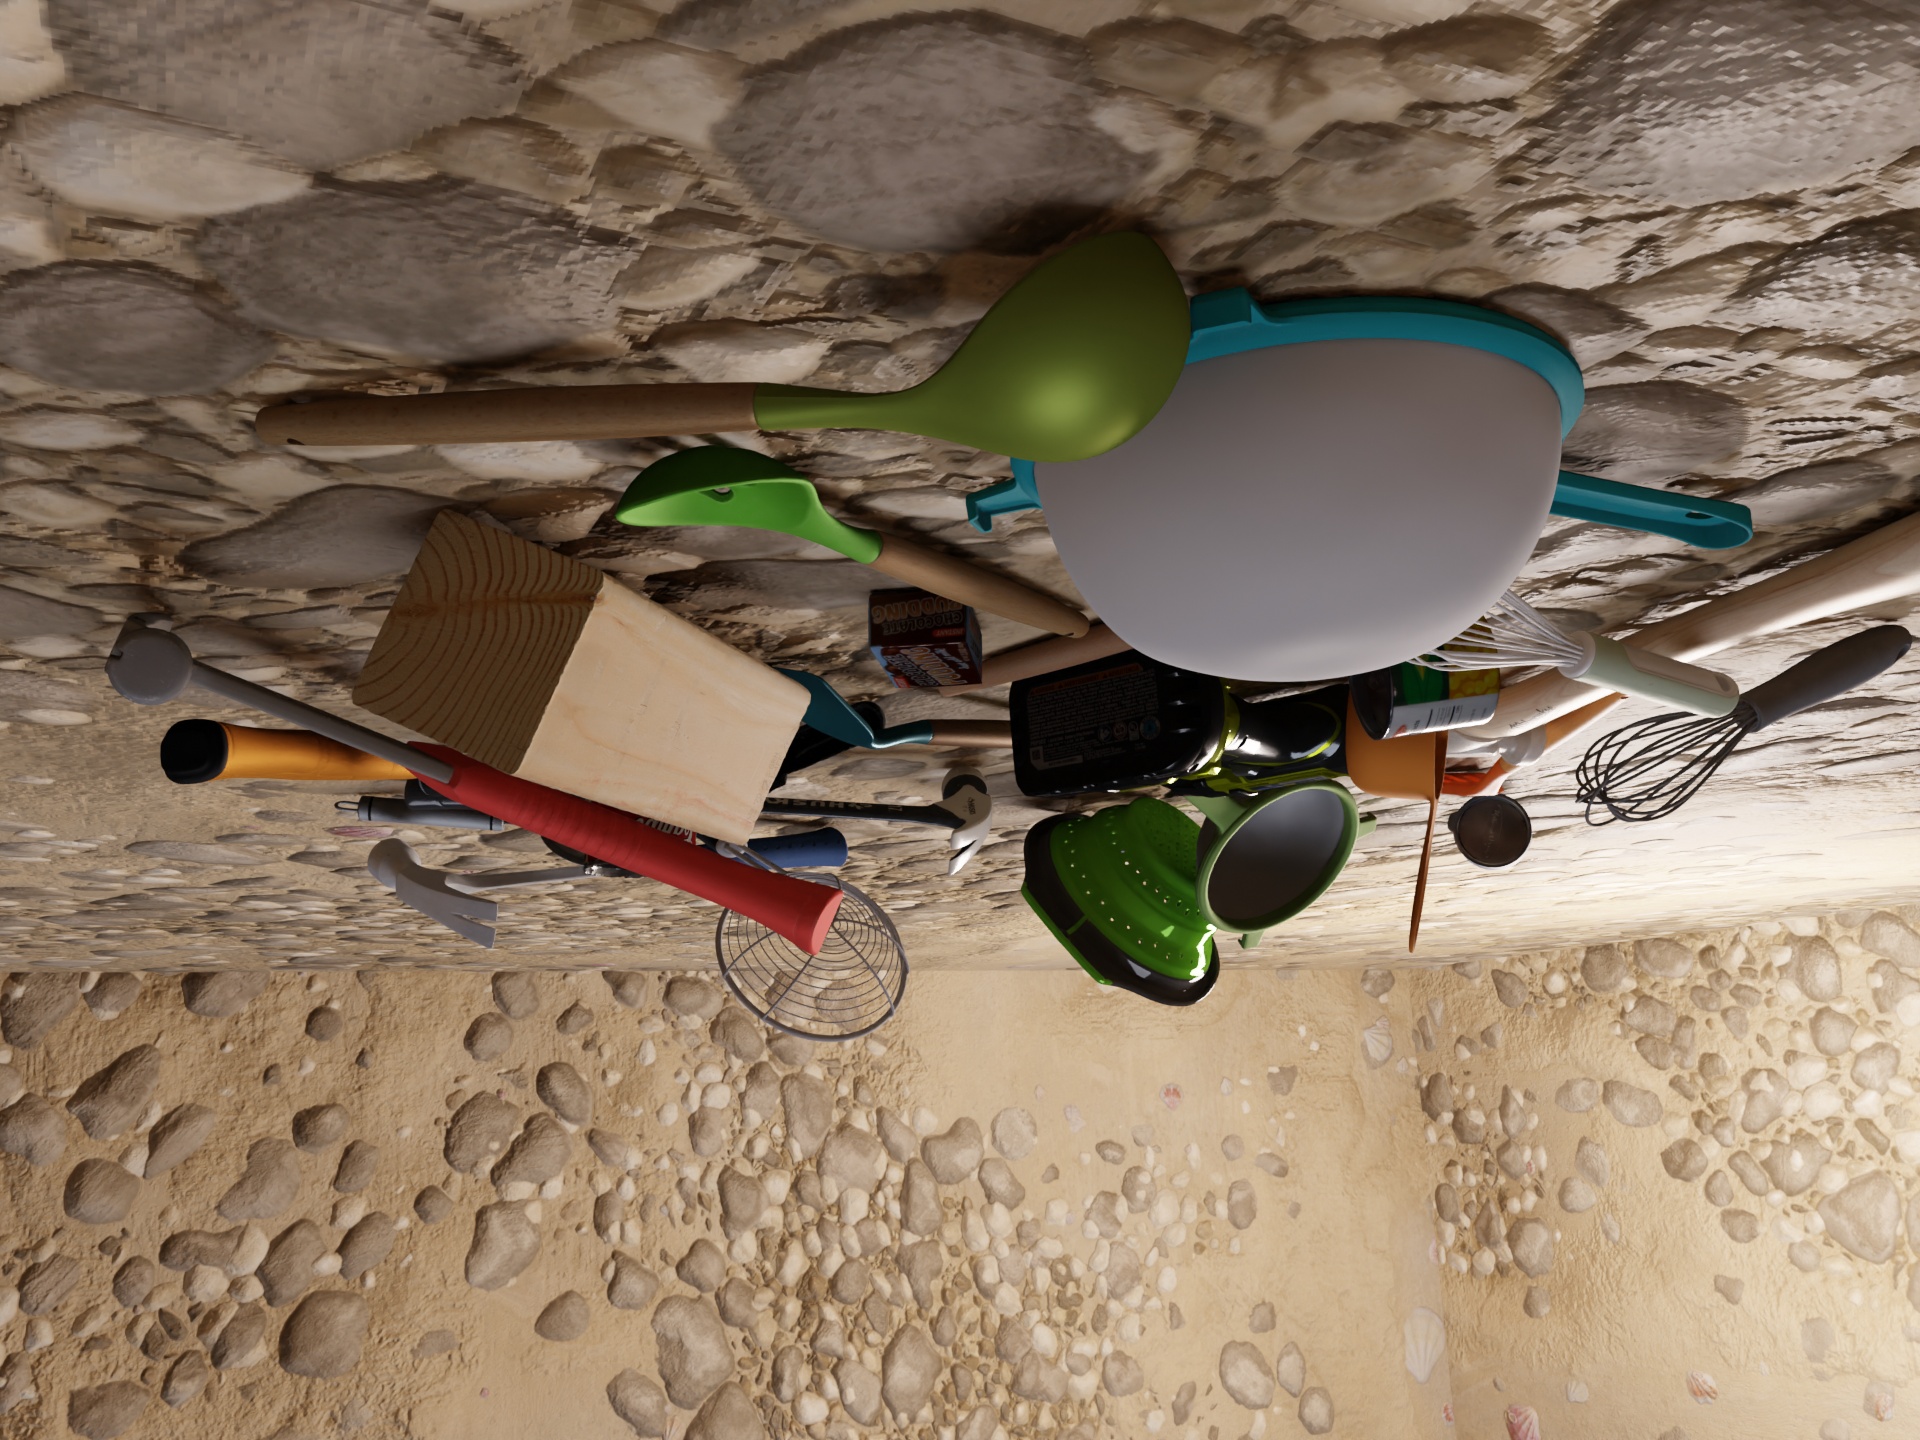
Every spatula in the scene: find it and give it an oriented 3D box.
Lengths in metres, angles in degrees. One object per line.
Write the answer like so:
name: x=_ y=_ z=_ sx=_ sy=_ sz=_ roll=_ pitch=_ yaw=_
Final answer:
spatula: x=0.098 y=-0.048 z=0.819 sx=0.316 sy=0.018 sz=0.060 roll=-14 pitch=-172 yaw=45
spatula: x=-0.002 y=-0.003 z=0.979 sx=0.082 sy=0.044 sz=0.317 roll=7 pitch=-177 yaw=44
spatula: x=0.403 y=0.015 z=1.144 sx=0.081 sy=0.041 sz=0.322 roll=-1 pitch=163 yaw=-6

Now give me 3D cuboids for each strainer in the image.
strainer: x=-0.349 y=0.076 z=1.229 sx=0.258 sy=0.050 sz=0.087 roll=5 pitch=-152 yaw=-10
strainer: x=0.184 y=-0.062 z=0.618 sx=0.340 sy=0.095 sz=0.211 roll=5 pitch=165 yaw=-23
strainer: x=0.206 y=0.069 z=1.233 sx=0.151 sy=0.069 sz=0.256 roll=-46 pitch=132 yaw=7

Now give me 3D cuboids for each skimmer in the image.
skimmer: x=-0.148 y=0.130 z=1.134 sx=0.127 sy=0.090 sz=0.363 roll=2 pitch=-173 yaw=-25

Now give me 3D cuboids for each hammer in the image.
hammer: x=-0.222 y=0.035 z=0.769 sx=0.358 sy=0.037 sz=0.149 roll=25 pitch=175 yaw=-23
hammer: x=-0.253 y=0.120 z=1.283 sx=0.405 sy=0.035 sz=0.144 roll=-2 pitch=-162 yaw=-45
hammer: x=0.374 y=-0.036 z=0.890 sx=0.146 sy=0.038 sz=0.410 roll=3 pitch=165 yaw=-16
hammer: x=-0.327 y=0.024 z=0.915 sx=0.127 sy=0.034 sz=0.336 roll=-4 pitch=176 yaw=11
hammer: x=-0.180 y=0.060 z=1.118 sx=0.409 sy=0.036 sz=0.149 roll=3 pitch=-164 yaw=-4

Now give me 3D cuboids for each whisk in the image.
whisk: x=0.300 y=-0.036 z=0.788 sx=0.246 sy=0.058 sz=0.059 roll=12 pitch=135 yaw=-26
whisk: x=0.437 y=-0.001 z=0.881 sx=0.239 sy=0.055 sz=0.055 roll=-24 pitch=172 yaw=-15

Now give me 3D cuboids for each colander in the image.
colander: x=0.201 y=0.125 z=1.412 sx=0.094 sy=0.205 sz=0.397 roll=-50 pitch=161 yaw=25

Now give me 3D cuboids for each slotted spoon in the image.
slotted spoon: x=-0.027 y=-0.070 z=0.699 sx=0.070 sy=0.031 sz=0.313 roll=-12 pitch=166 yaw=33

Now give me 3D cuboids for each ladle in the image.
ladle: x=-0.087 y=-0.111 z=0.510 sx=0.320 sy=0.062 sz=0.078 roll=1 pitch=168 yaw=16

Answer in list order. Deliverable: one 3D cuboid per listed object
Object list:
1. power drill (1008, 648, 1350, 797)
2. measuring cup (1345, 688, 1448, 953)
power drill: x=0.136 y=0.011 z=0.965 sx=0.171 sy=0.080 sz=0.223 roll=-13 pitch=166 yaw=38
measuring cup: x=0.245 y=0.043 z=0.907 sx=0.052 sy=0.174 sz=0.095 roll=6 pitch=173 yaw=22
